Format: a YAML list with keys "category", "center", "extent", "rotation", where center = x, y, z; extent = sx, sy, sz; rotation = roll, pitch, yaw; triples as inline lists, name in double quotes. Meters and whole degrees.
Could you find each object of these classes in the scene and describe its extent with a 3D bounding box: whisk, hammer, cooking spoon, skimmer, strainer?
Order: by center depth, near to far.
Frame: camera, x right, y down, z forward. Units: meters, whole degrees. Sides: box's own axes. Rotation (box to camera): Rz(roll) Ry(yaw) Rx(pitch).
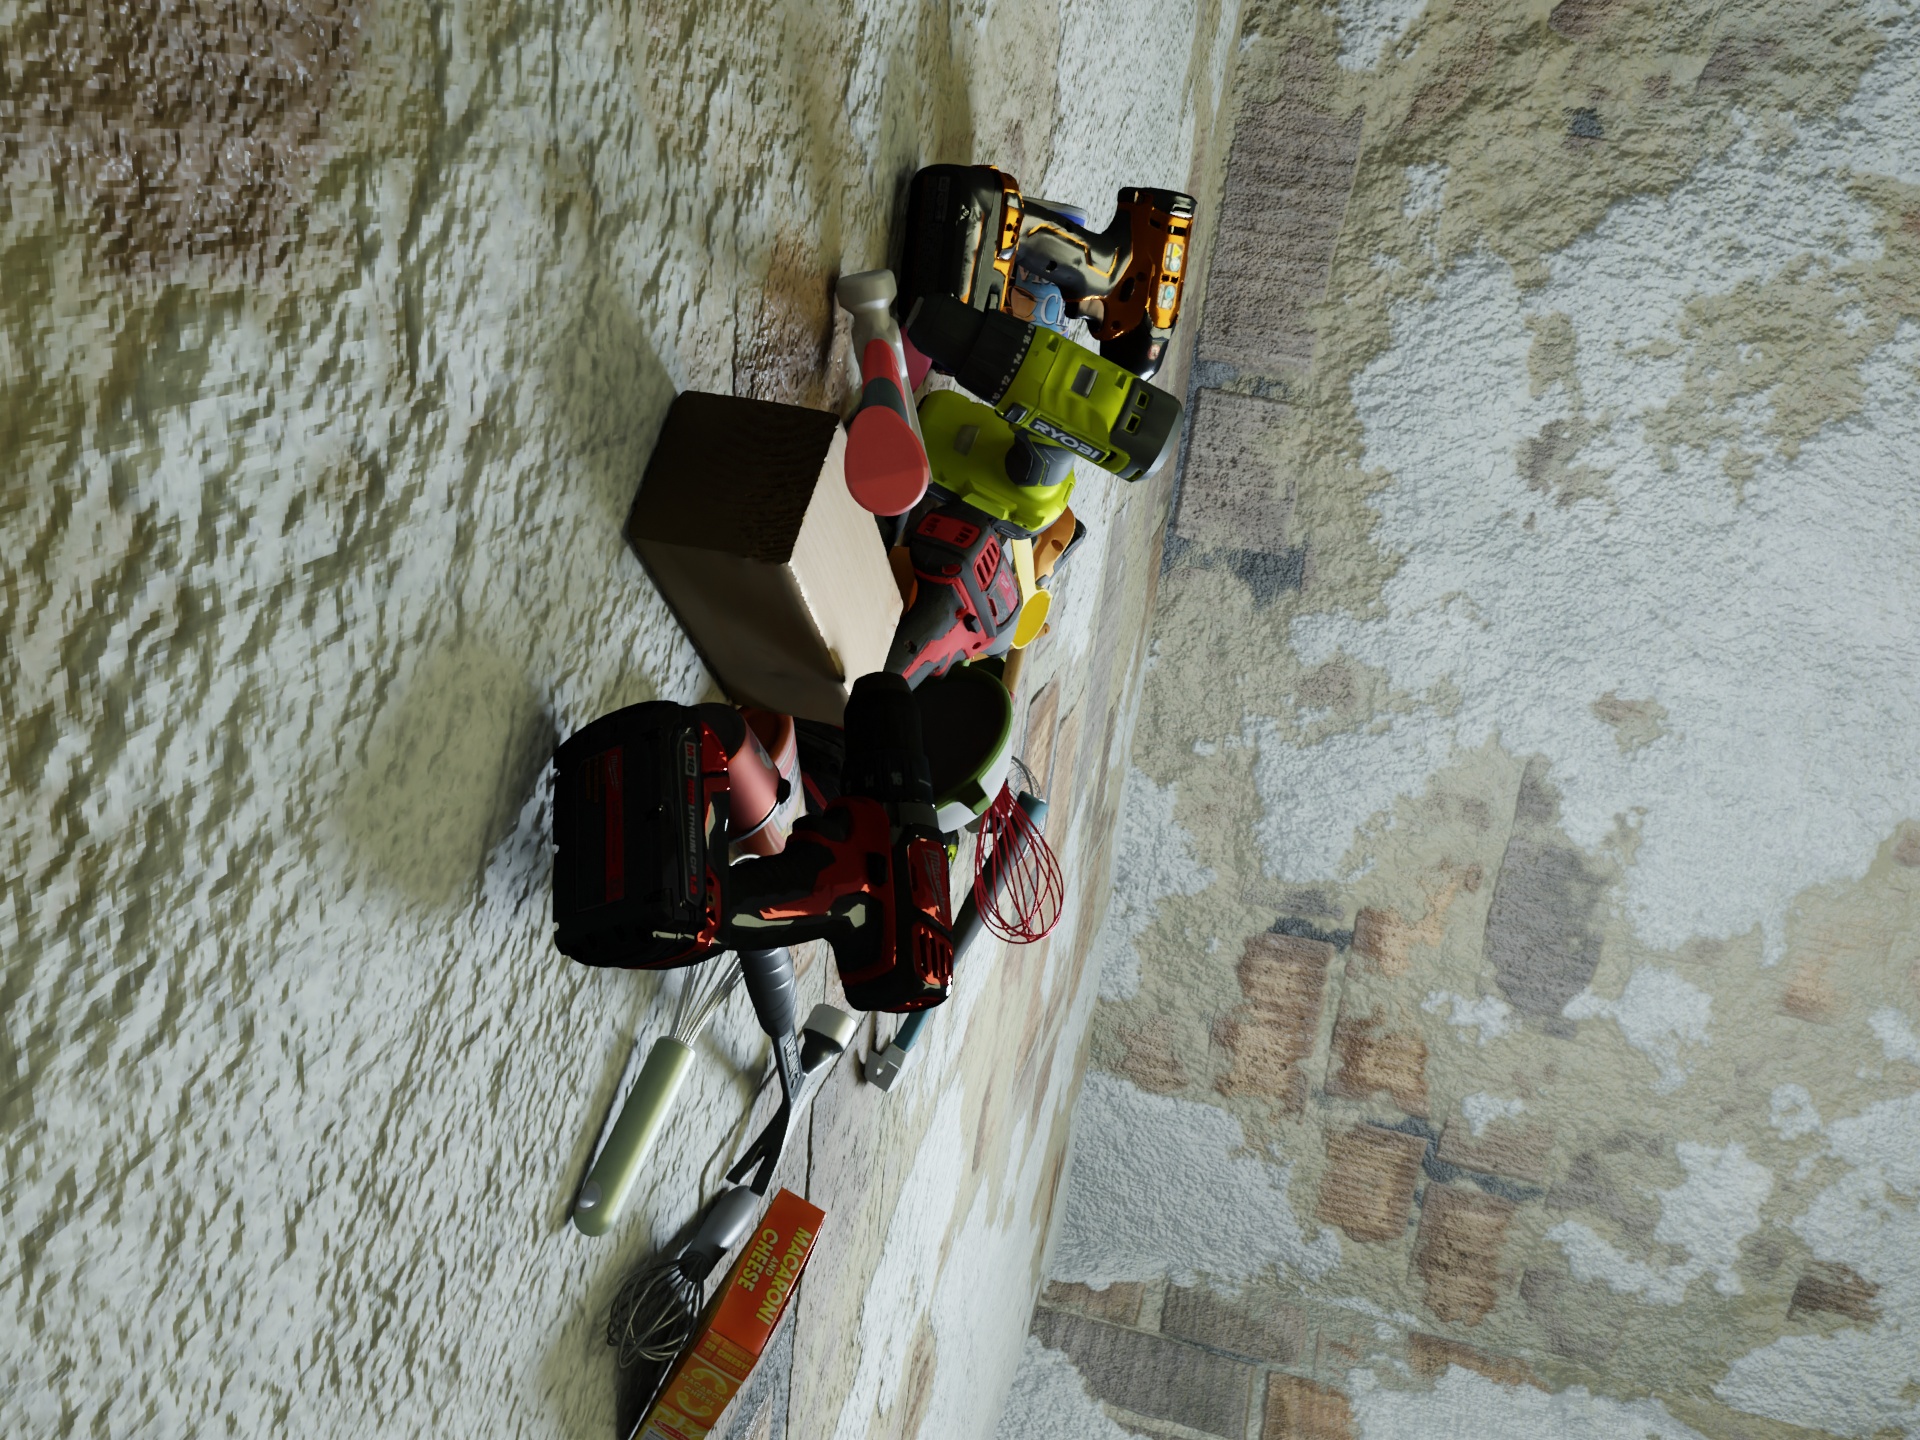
- category: "hammer"
  center: [-0.038, -0.157, 0.872]
  extent: [0.387, 0.038, 0.143]
  rotation: [-99, 177, -69]
- category: "whisk"
  center: [-0.164, 0.186, 0.937]
  extent: [0.059, 0.058, 0.246]
  rotation: [52, 49, -40]
- category: "hammer"
  center: [-0.118, 0.197, 1.014]
  extent: [0.408, 0.036, 0.149]
  rotation: [94, 20, -63]
- category: "whisk"
  center: [-0.174, 0.354, 1.043]
  extent: [0.239, 0.055, 0.055]
  rotation: [-29, 129, -80]
- category: "cooking spoon"
  center: [-0.062, -0.211, 1.110]
  extent: [0.319, 0.017, 0.068]
  rotation: [-64, 163, -50]
- category: "strainer"
  center: [-0.002, -0.004, 1.222]
  extent: [0.069, 0.151, 0.257]
  rotation: [56, 40, -36]
- category: "whisk"
  center: [0.033, 0.067, 1.320]
  extent: [0.073, 0.073, 0.296]
  rotation: [88, -7, -46]
- category: "hammer"
  center: [-0.003, 0.208, 1.478]
  extent: [0.331, 0.033, 0.128]
  rotation: [-63, 168, 16]
- category: "skimmer"
  center: [0.022, 0.095, 1.585]
  extent: [0.363, 0.090, 0.127]
  rotation: [11, 84, -78]

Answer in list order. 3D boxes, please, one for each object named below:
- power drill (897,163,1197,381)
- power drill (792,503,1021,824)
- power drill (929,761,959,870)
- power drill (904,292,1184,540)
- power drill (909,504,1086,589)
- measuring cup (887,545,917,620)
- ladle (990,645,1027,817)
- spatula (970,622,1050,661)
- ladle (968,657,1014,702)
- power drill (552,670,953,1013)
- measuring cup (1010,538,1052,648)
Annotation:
- category: "power drill"
  center: [0.070, -0.319, 1.176]
  extent: [0.226, 0.084, 0.164]
  rotation: [-3, 108, -33]
- category: "power drill"
  center: [-0.031, -0.029, 1.105]
  extent: [0.220, 0.079, 0.143]
  rotation: [-57, 150, -20]
- category: "power drill"
  center: [-0.047, 0.110, 1.330]
  extent: [0.223, 0.080, 0.171]
  rotation: [90, 15, -51]
- category: "power drill"
  center: [0.032, -0.214, 1.125]
  extent: [0.080, 0.190, 0.228]
  rotation: [-67, -169, -13]
- category: "power drill"
  center: [0.049, -0.180, 1.372]
  extent: [0.185, 0.084, 0.226]
  rotation: [-51, 167, 4]
- category: "measuring cup"
  center: [-0.042, -0.117, 1.211]
  extent: [0.095, 0.052, 0.174]
  rotation: [87, 15, -47]
- category: "ladle"
  center: [0.048, -0.045, 1.478]
  extent: [0.069, 0.031, 0.316]
  rotation: [57, 36, -45]
- category: "spatula"
  center: [0.006, -0.062, 1.365]
  extent: [0.322, 0.041, 0.081]
  rotation: [-22, 120, -64]
- category: "ladle"
  center: [-0.007, -0.069, 1.402]
  extent: [0.320, 0.062, 0.078]
  rotation: [58, 47, -69]
- category: "power drill"
  center: [-0.091, 0.049, 0.808]
  extent: [0.226, 0.080, 0.188]
  rotation: [16, 63, -47]
- category: "measuring cup"
  center: [0.045, -0.122, 1.328]
  extent: [0.062, 0.029, 0.156]
  rotation: [-48, 151, -25]
